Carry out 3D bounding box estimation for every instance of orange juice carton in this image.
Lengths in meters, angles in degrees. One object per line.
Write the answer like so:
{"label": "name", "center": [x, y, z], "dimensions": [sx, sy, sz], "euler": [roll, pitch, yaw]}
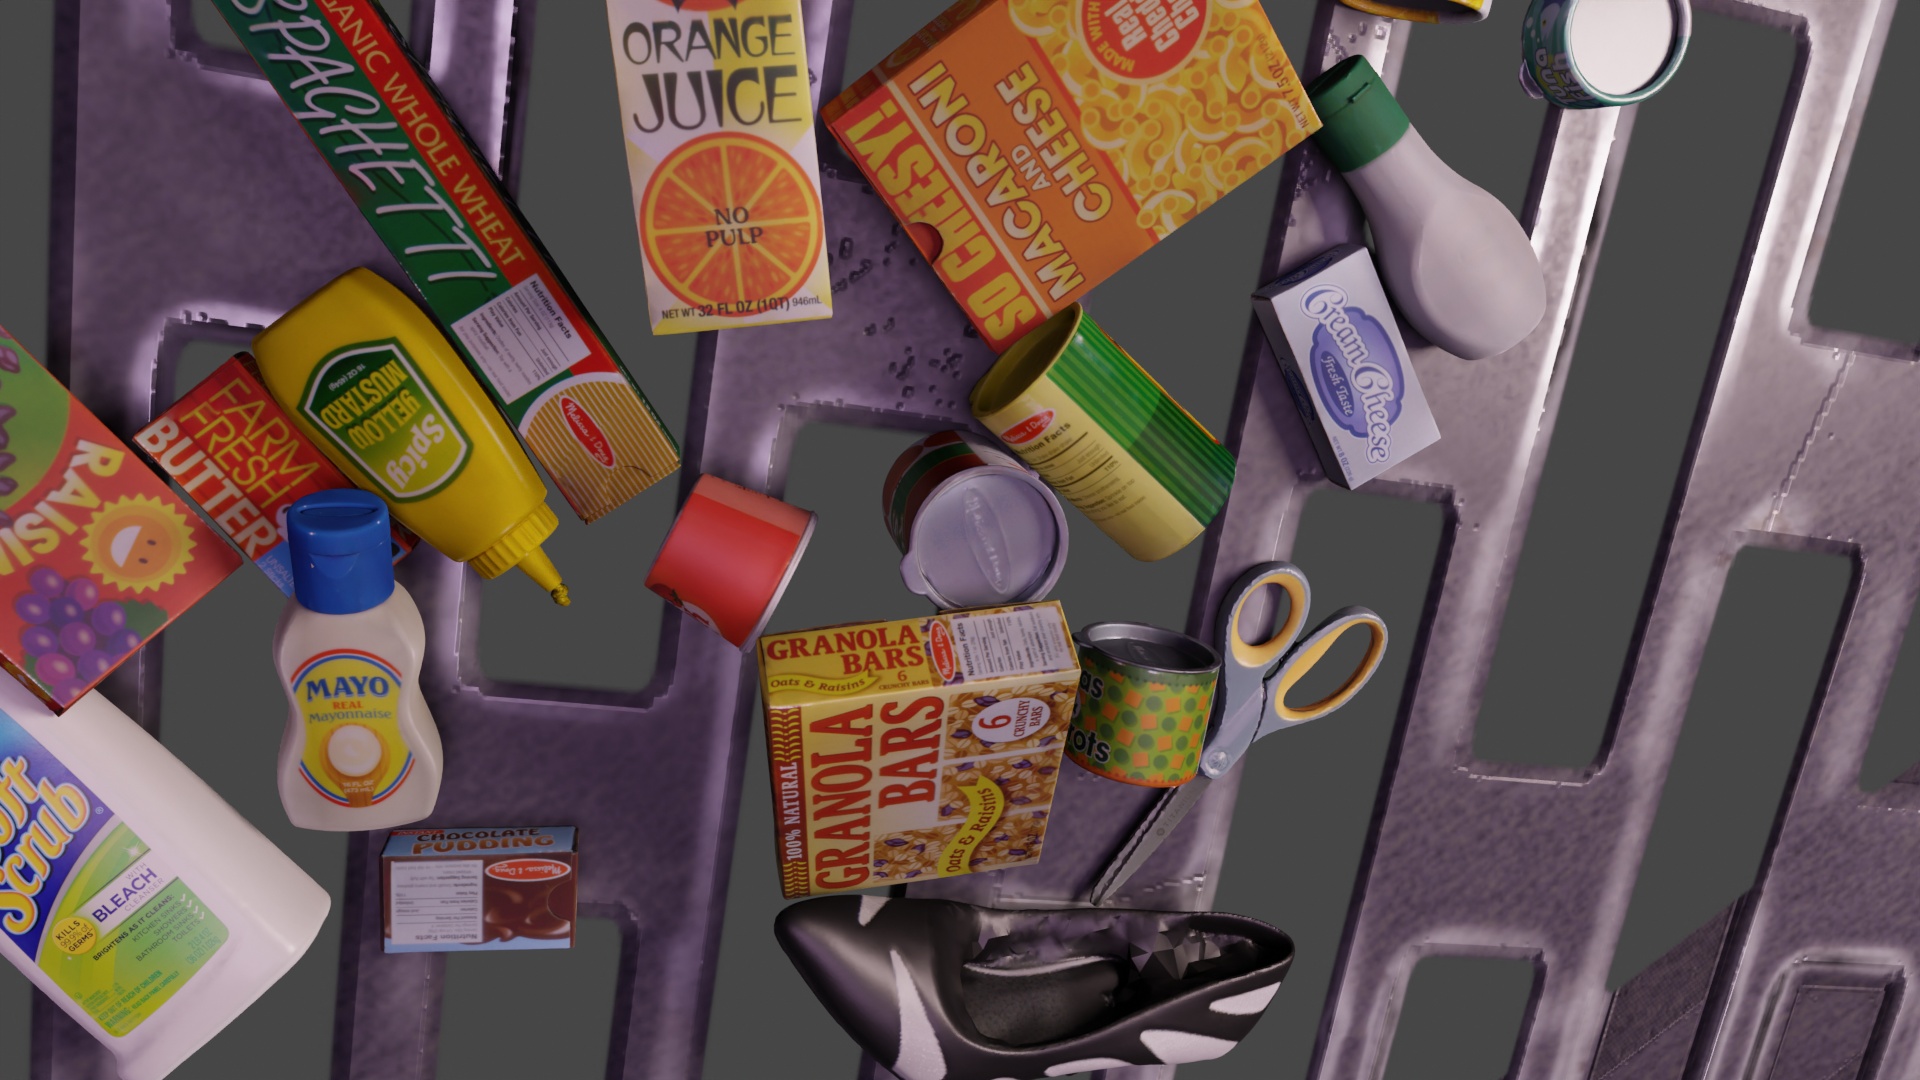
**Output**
{"label": "orange juice carton", "center": [-0.097, -0.182, 0.540], "dimensions": [0.072, 0.073, 0.192], "euler": [-7, 105, -9]}

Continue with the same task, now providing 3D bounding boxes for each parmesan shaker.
{"label": "parmesan shaker", "center": [0.063, -0.046, 0.616], "dimensions": [0.103, 0.071, 0.071], "euler": [41, 94, -19]}

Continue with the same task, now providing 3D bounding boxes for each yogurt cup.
{"label": "yogurt cup", "center": [-0.099, 0.007, 0.595], "dimensions": [0.054, 0.072, 0.072], "euler": [28, 98, -9]}

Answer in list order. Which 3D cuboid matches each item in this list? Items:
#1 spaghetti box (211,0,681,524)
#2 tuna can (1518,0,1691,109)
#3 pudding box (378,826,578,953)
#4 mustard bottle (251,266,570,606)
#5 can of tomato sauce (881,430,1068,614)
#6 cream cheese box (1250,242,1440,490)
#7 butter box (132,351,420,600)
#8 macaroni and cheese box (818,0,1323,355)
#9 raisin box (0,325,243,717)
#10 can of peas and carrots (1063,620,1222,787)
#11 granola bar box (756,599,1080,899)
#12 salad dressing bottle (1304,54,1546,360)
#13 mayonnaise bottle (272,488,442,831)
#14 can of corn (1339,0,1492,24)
{"label": "spaghetti box", "center": [-0.200, -0.123, 0.557], "dimensions": [0.050, 0.029, 0.249], "euler": [-32, 108, -2]}
{"label": "tuna can", "center": [0.292, -0.229, 0.631], "dimensions": [0.071, 0.033, 0.071], "euler": [-3, 105, -11]}
{"label": "pudding box", "center": [-0.215, 0.158, 0.626], "dimensions": [0.084, 0.030, 0.049], "euler": [2, 103, -12]}
{"label": "mustard bottle", "center": [-0.211, -0.033, 0.567], "dimensions": [0.065, 0.049, 0.160], "euler": [-37, 109, 3]}
{"label": "can of tomato sauce", "center": [0.002, -0.008, 0.601], "dimensions": [0.071, 0.083, 0.071], "euler": [-3, 105, -11]}
{"label": "cream cheese box", "center": [0.181, -0.081, 0.651], "dimensions": [0.053, 0.024, 0.103], "euler": [-30, 109, -4]}
{"label": "butter box", "center": [-0.278, -0.021, 0.569], "dimensions": [0.053, 0.024, 0.103], "euler": [-37, 109, 0]}
{"label": "macaroni and cheese box", "center": [0.045, -0.173, 0.567], "dimensions": [0.166, 0.040, 0.123], "euler": [-35, 119, 7]}
{"label": "raisin box", "center": [-0.356, -0.006, 0.530], "dimensions": [0.123, 0.040, 0.086], "euler": [51, 56, -18]}
{"label": "can of peas and carrots", "center": [0.081, 0.075, 0.649], "dimensions": [0.071, 0.071, 0.058], "euler": [6, 104, -13]}
{"label": "granola bar box", "center": [-0.021, 0.094, 0.601], "dimensions": [0.124, 0.039, 0.164], "euler": [-6, 141, -10]}
{"label": "salad dressing bottle", "center": [0.207, -0.150, 0.629], "dimensions": [0.064, 0.044, 0.147], "euler": [-43, 107, -3]}
{"label": "mayonnaise bottle", "center": [-0.248, 0.051, 0.566], "dimensions": [0.065, 0.041, 0.147], "euler": [-1, 121, -17]}
{"label": "can of corn", "center": [0.195, -0.256, 0.587], "dimensions": [0.071, 0.071, 0.058], "euler": [8, 103, -14]}
